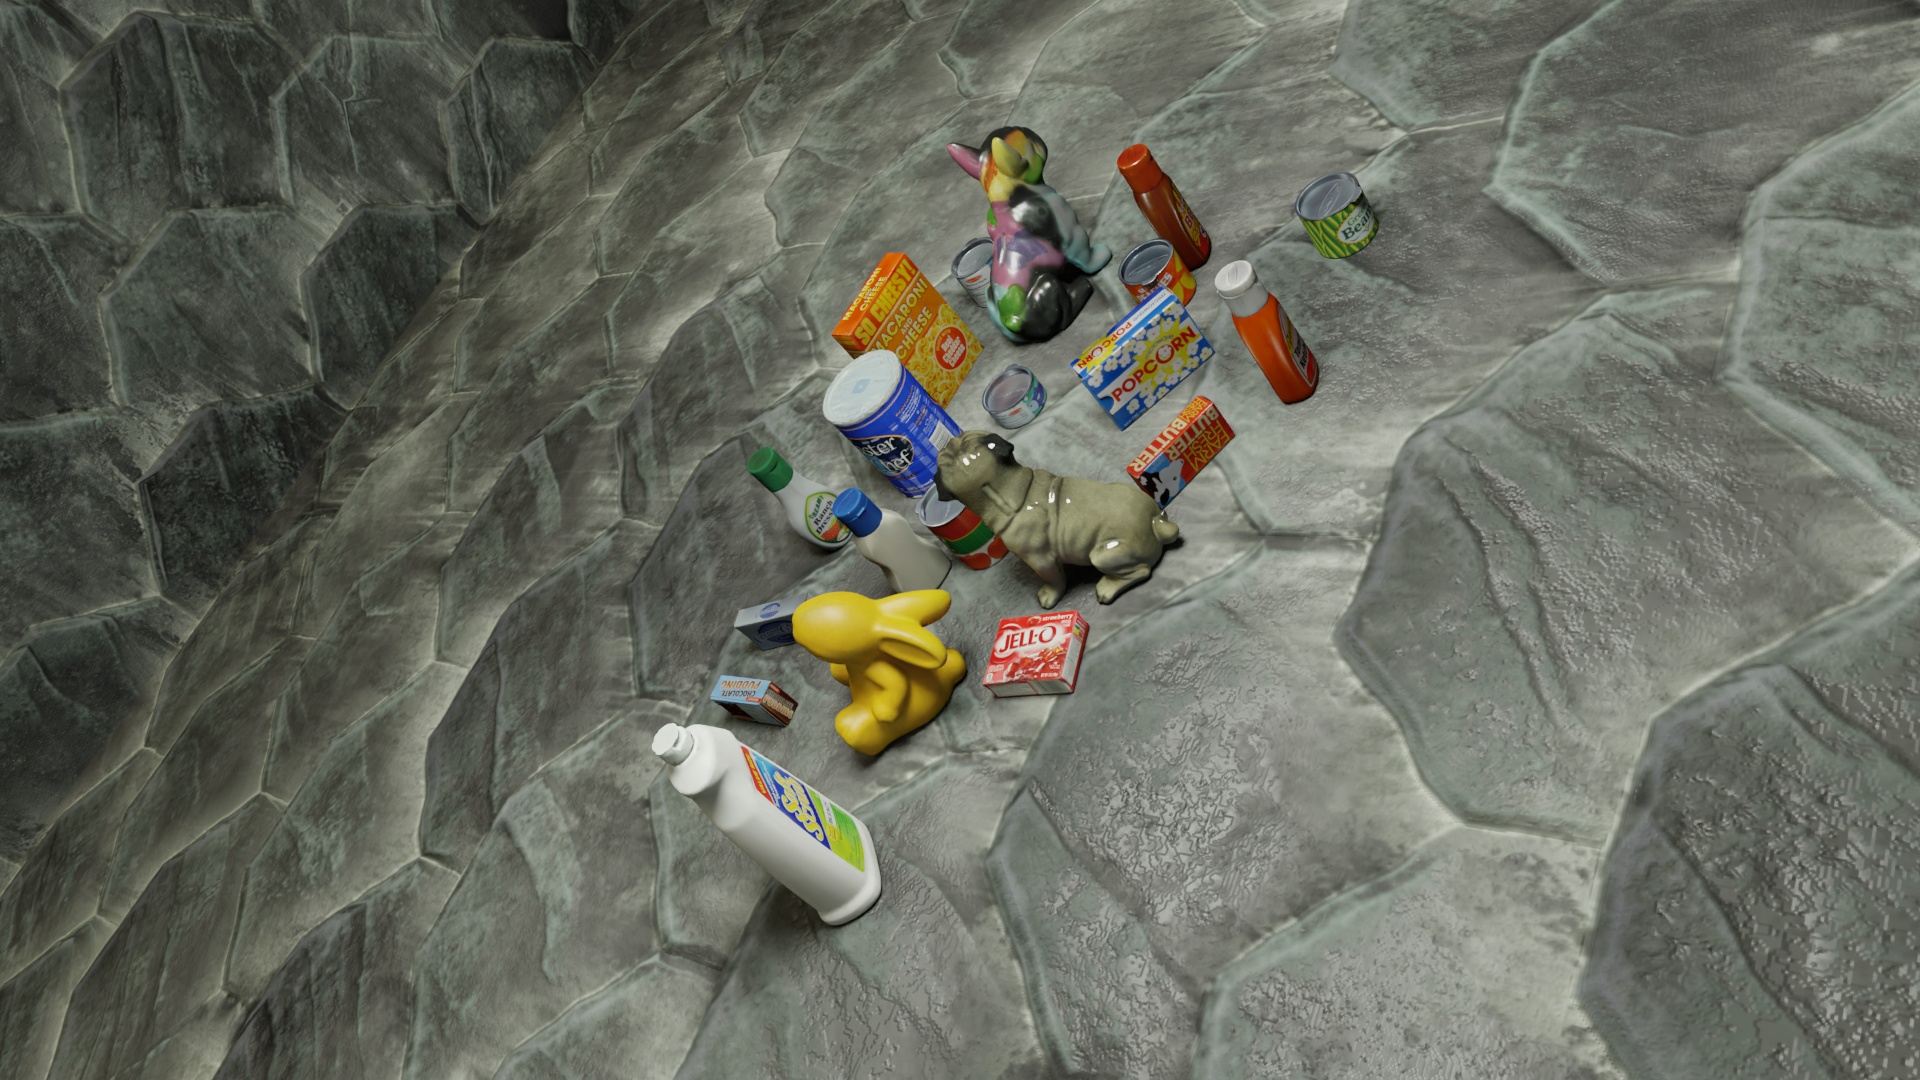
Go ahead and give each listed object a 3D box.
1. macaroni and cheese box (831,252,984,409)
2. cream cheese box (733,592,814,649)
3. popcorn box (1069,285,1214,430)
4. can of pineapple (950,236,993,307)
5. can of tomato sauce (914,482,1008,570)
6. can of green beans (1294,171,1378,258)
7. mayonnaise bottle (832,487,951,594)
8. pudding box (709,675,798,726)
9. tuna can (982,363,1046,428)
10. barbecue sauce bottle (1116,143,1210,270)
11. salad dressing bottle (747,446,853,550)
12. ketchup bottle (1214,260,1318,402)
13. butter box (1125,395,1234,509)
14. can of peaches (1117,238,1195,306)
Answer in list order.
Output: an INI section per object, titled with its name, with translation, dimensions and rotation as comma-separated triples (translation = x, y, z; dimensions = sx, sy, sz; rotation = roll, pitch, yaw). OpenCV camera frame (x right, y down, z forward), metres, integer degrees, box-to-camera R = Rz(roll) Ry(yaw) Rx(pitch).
[macaroni and cheese box]
translation = -0.059, -0.230, 1.601
dimensions = 0.040, 0.166, 0.124
rotation = 11, 63, 46
[cream cheese box]
translation = -0.192, 0.089, 1.517
dimensions = 0.103, 0.053, 0.024
rotation = -15, 47, 32
[popcorn box]
translation = 0.185, -0.185, 1.411
dimensions = 0.126, 0.085, 0.038
rotation = -41, 38, 5
[can of pineapple]
translation = 0.031, -0.329, 1.700
dimensions = 0.071, 0.057, 0.071
rotation = -24, 43, 24
[can of tomato sauce]
translation = 0.005, -0.018, 1.418
dimensions = 0.071, 0.083, 0.071
rotation = -24, 43, 24
[can of green beans]
translation = 0.377, -0.326, 1.392
dimensions = 0.071, 0.057, 0.071
rotation = -24, 43, 24
[mayonnaise bottle]
translation = -0.073, 0.002, 1.416
dimensions = 0.065, 0.147, 0.041
rotation = -52, 39, -9
[pudding box]
translation = -0.219, 0.170, 1.471
dimensions = 0.083, 0.049, 0.030
rotation = 0, 56, 42
[tuna can]
translation = 0.060, -0.160, 1.540
dimensions = 0.071, 0.032, 0.071
rotation = -24, 43, 24
[barbecue sauce bottle]
translation = 0.218, -0.359, 1.490
dimensions = 0.043, 0.148, 0.065
rotation = -21, 44, 27
[salad dressing bottle]
translation = -0.179, -0.047, 1.554
dimensions = 0.044, 0.147, 0.064
rotation = 14, 66, 47
[ketchup bottle]
translation = 0.282, -0.195, 1.283
dimensions = 0.043, 0.148, 0.065
rotation = -17, 46, 31
[butter box]
translation = 0.210, -0.084, 1.323
dimensions = 0.103, 0.053, 0.024
rotation = -46, 38, -2
[can of peaches]
translation = 0.212, -0.280, 1.495
dimensions = 0.071, 0.058, 0.071
rotation = -24, 43, 24
